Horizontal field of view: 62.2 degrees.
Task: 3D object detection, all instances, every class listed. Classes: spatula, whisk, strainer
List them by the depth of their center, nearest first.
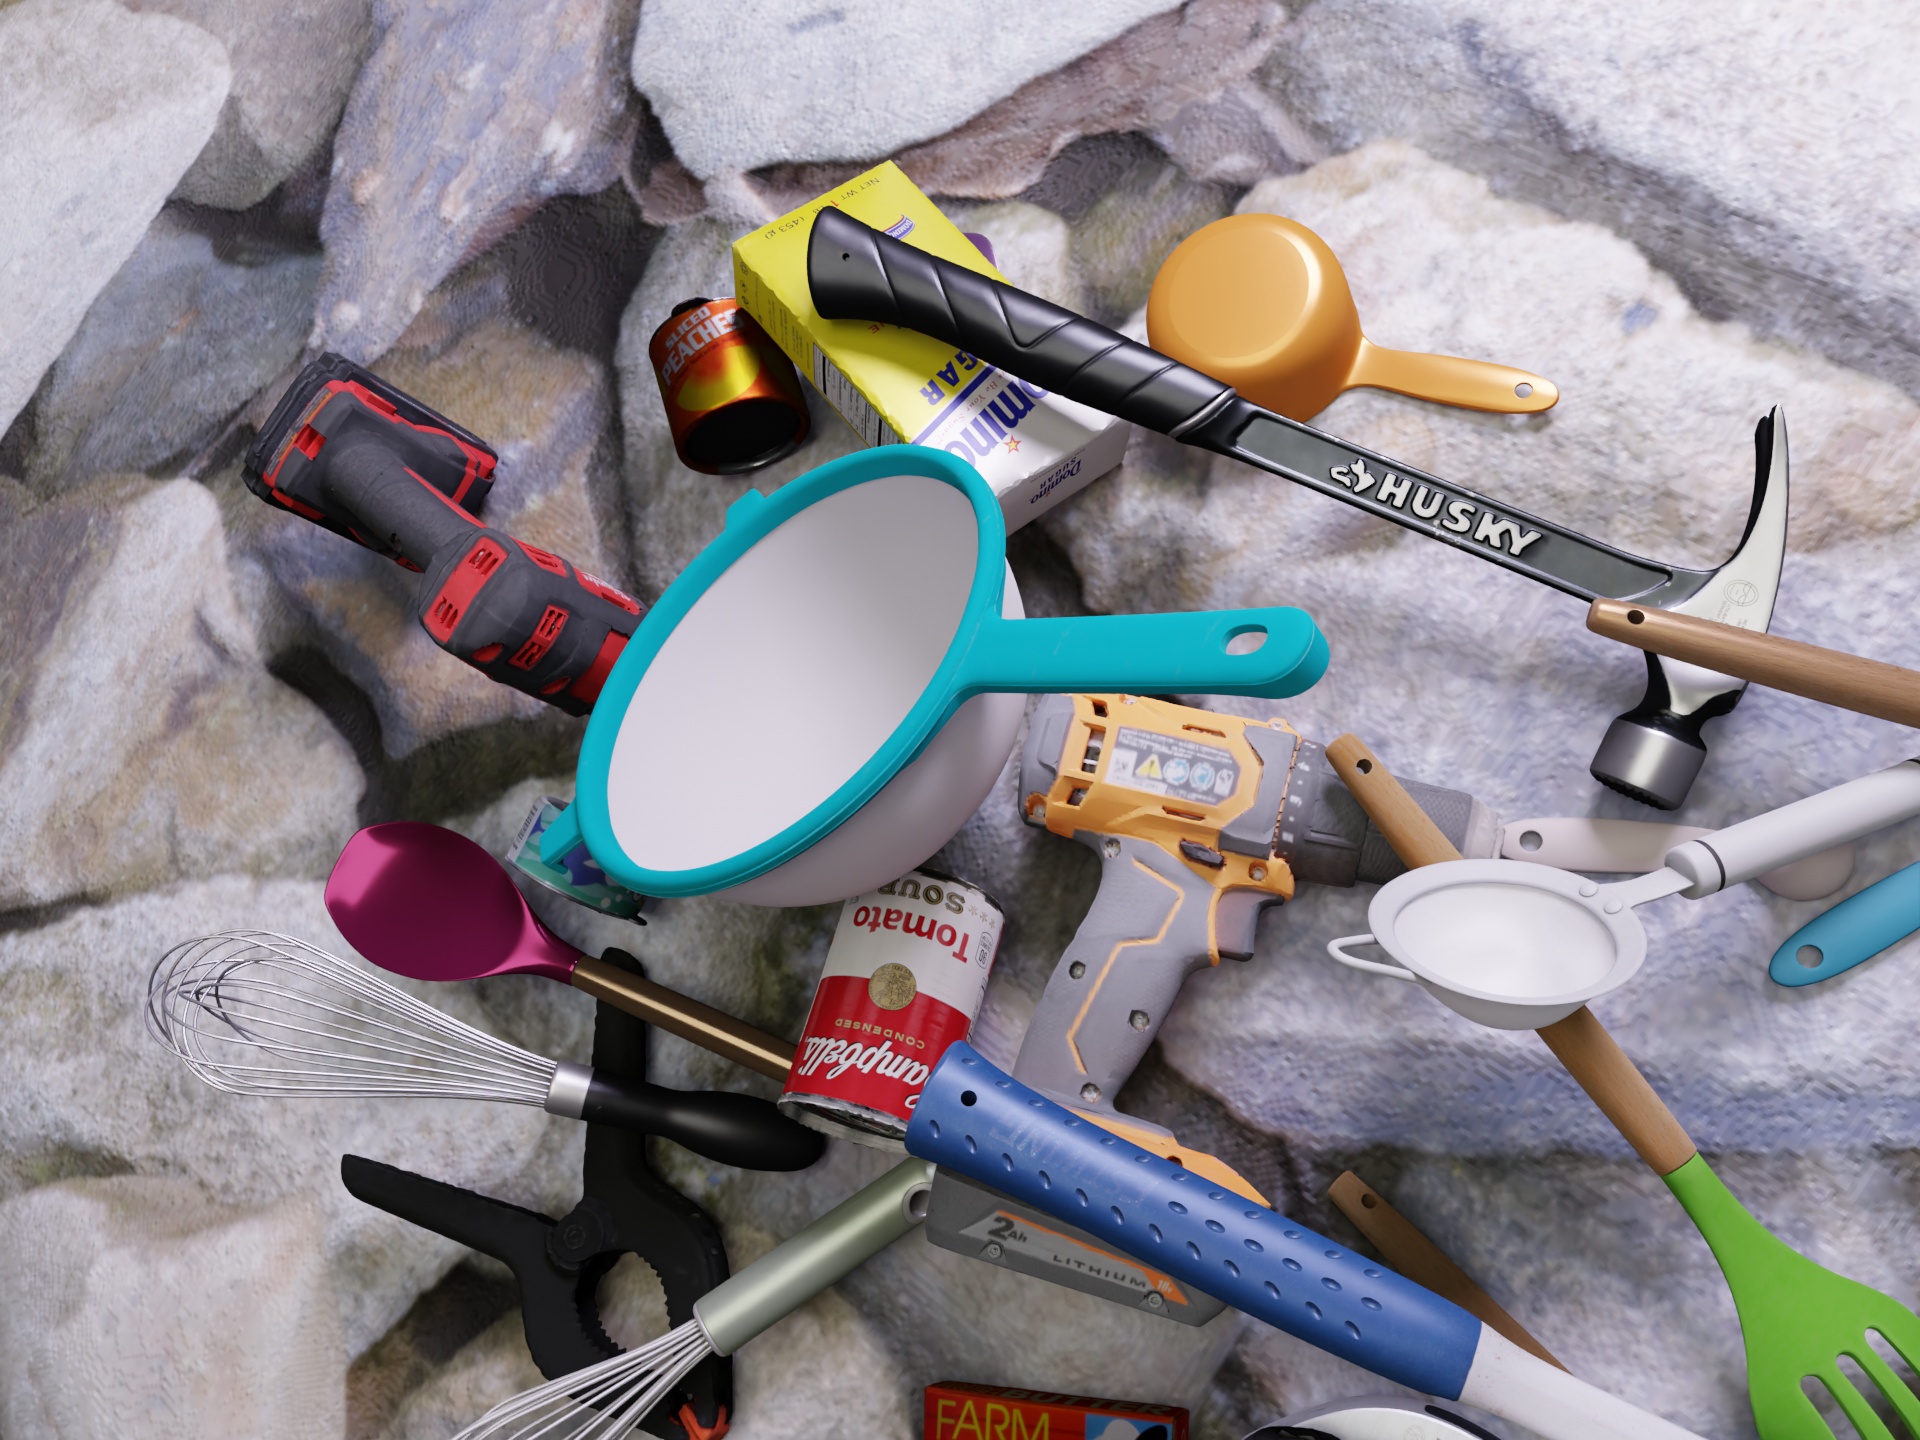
[{"bbox_3d":[0.372,0.001,0.524,0.317,0.044,0.082,16,72,12],"label":"spatula"},{"bbox_3d":[0.241,0.056,0.536,0.258,0.050,0.087,-18,28,-11],"label":"strainer"},{"bbox_3d":[-0.001,-0.002,0.598,0.340,0.095,0.211,1,56,43],"label":"strainer"},{"bbox_3d":[-0.107,0.249,0.639,0.246,0.057,0.059,-32,25,-9],"label":"whisk"},{"bbox_3d":[-0.195,0.148,0.665,0.284,0.070,0.070,16,82,-7],"label":"whisk"},{"bbox_3d":[-0.031,-0.082,0.734,0.060,0.018,0.316,7,79,21],"label":"spatula"}]

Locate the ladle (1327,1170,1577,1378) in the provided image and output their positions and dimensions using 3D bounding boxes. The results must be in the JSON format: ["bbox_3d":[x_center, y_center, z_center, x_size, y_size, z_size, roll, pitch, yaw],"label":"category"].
[{"bbox_3d":[0.248,0.263,0.520,0.078,0.062,0.320,-31,58,-29],"label":"ladle"}]

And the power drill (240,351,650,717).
[{"bbox_3d":[-0.226,-0.077,0.749,0.220,0.143,0.078,37,93,31],"label":"power drill"}]

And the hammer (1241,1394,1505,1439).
[{"bbox_3d":[0.093,0.387,0.560,0.128,0.033,0.331,33,90,24],"label":"hammer"}]

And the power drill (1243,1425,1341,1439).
[{"bbox_3d":[0.069,0.363,0.516,0.228,0.080,0.191,-41,68,10],"label":"power drill"}]

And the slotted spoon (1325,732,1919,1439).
[{"bbox_3d":[0.226,0.131,0.544,0.070,0.031,0.314,-34,76,-9],"label":"slotted spoon"}]

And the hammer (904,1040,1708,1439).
[{"bbox_3d":[0.166,0.210,0.494,0.405,0.035,0.144,22,67,16],"label":"hammer"}]

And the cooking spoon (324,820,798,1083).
[{"bbox_3d":[-0.146,0.120,0.701,0.319,0.017,0.069,20,78,15],"label":"cooking spoon"}]

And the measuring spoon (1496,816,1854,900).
[{"bbox_3d":[0.261,0.046,0.588,0.124,0.018,0.034,1,77,22],"label":"measuring spoon"}]

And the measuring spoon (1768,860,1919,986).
[{"bbox_3d":[0.340,0.055,0.552,0.128,0.021,0.042,-34,67,8],"label":"measuring spoon"}]

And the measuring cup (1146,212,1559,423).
[{"bbox_3d":[0.159,-0.159,0.659,0.174,0.052,0.095,18,84,26],"label":"measuring cup"}]

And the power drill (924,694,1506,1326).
[{"bbox_3d":[0.095,0.106,0.606,0.185,0.084,0.226,12,76,15],"label":"power drill"}]

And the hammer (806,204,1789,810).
[{"bbox_3d":[0.116,-0.118,0.627,0.409,0.036,0.149,26,94,14],"label":"hammer"}]
